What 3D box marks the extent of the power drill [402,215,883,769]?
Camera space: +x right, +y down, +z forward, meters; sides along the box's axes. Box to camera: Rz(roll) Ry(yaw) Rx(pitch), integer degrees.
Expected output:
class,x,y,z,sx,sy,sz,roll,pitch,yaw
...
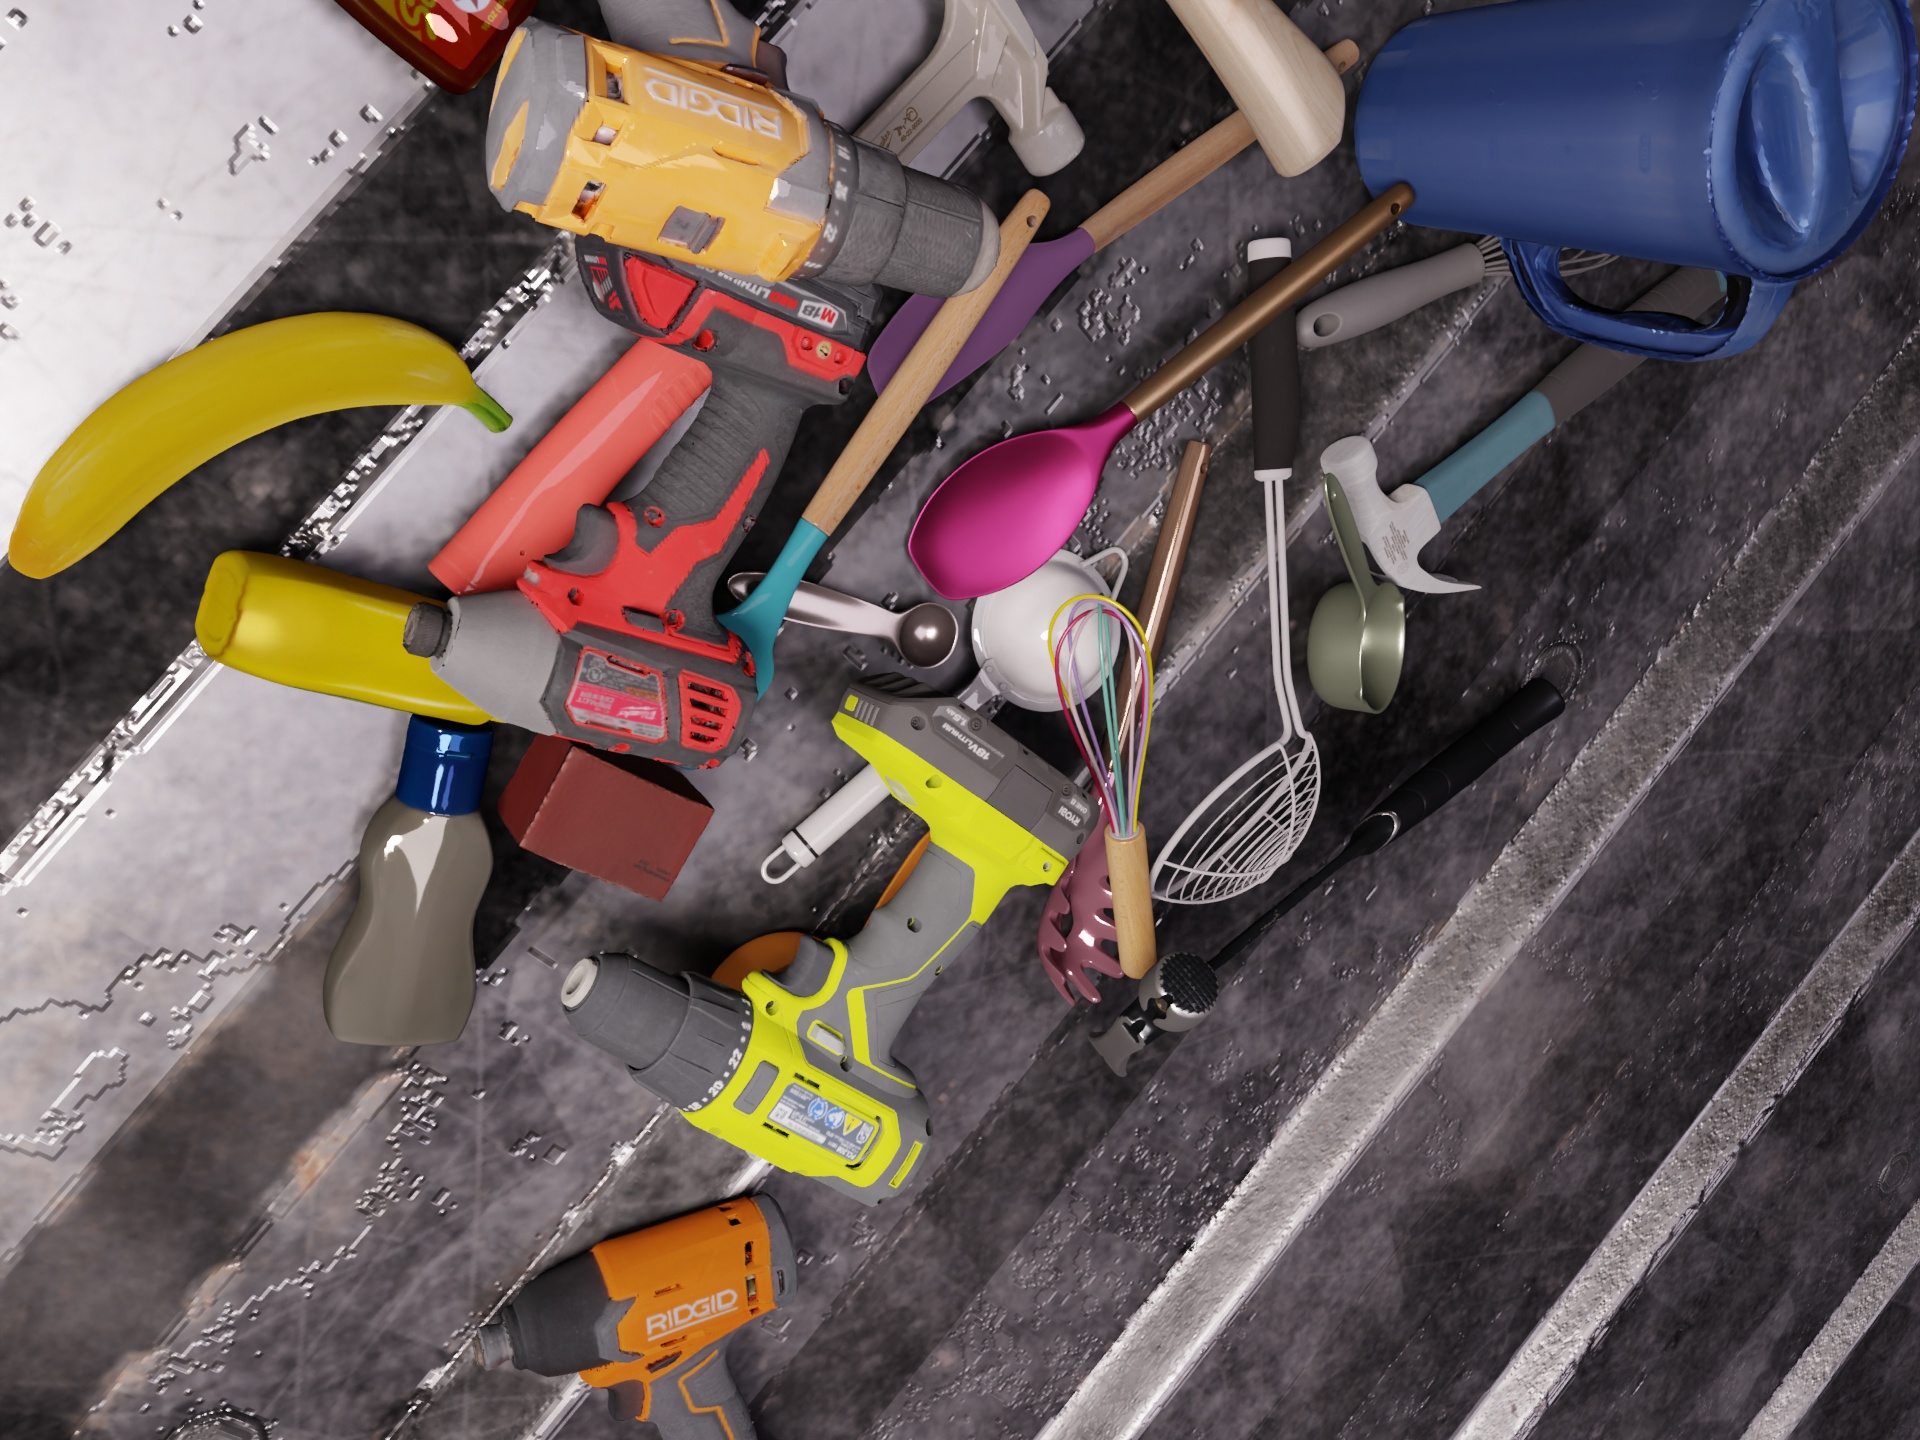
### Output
class,x,y,z,sx,sy,sz,roll,pitch,yaw
power drill,-0.128,-0.095,0.642,0.143,0.079,0.219,15,99,-33

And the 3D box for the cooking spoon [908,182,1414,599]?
class,x,y,z,sx,sy,sz,roll,pitch,yaw
cooking spoon,0.105,-0.172,0.808,0.319,0.017,0.068,-38,114,-3

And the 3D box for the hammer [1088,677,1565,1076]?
class,x,y,z,sx,sy,sz,roll,pitch,yaw
hammer,0.230,0.079,0.934,0.409,0.036,0.149,-32,165,-30

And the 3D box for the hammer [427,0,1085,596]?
class,x,y,z,sx,sy,sz,roll,pitch,yaw
hammer,-0.102,-0.193,0.693,0.359,0.037,0.149,-48,123,-7

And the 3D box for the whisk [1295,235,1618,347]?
class,x,y,z,sx,sy,sz,roll,pitch,yaw
whisk,0.284,-0.252,0.889,0.239,0.055,0.055,-23,118,-16

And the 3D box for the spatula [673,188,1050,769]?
class,x,y,z,sx,sy,sz,roll,pitch,yaw
spatula,-0.058,-0.114,0.736,0.082,0.044,0.317,35,90,-34

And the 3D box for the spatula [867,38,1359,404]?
class,x,y,z,sx,sy,sz,roll,pitch,yaw
spatula,0.080,-0.253,0.784,0.316,0.018,0.059,-38,140,-13

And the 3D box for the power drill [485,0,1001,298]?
class,x,y,z,sx,sy,sz,roll,pitch,yaw
power drill,-0.078,-0.259,0.584,0.185,0.084,0.226,7,63,-31

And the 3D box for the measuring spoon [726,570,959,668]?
class,x,y,z,sx,sy,sz,roll,pitch,yaw
measuring spoon,-0.058,-0.054,0.785,0.124,0.018,0.034,14,98,-26

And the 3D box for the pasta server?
class,x,y,z,sx,sy,sz,roll,pitch,yaw
pasta server,0.096,0.003,0.876,0.060,0.040,0.316,3,105,-46

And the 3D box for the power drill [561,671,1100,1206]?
class,x,y,z,sx,sy,sz,roll,pitch,yaw
power drill,-0.056,0.095,0.745,0.190,0.080,0.228,36,83,-28

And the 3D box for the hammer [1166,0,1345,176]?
class,x,y,z,sx,sy,sz,roll,pitch,yaw
hammer,0.044,-0.400,0.690,0.146,0.038,0.410,-47,121,-5

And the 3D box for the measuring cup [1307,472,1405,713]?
class,x,y,z,sx,sy,sz,roll,pitch,yaw
measuring cup,0.211,-0.073,0.892,0.083,0.038,0.167,-60,138,-31

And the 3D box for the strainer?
class,x,y,z,sx,sy,sz,roll,pitch,yaw
strainer,-0.001,-0.003,0.819,0.258,0.050,0.086,-41,107,-7

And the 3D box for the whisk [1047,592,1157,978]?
class,x,y,z,sx,sy,sz,roll,pitch,yaw
whisk,0.081,0.039,0.832,0.047,0.051,0.244,-10,123,-1

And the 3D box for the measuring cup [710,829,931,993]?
class,x,y,z,sx,sy,sz,roll,pitch,yaw
measuring cup,-0.066,0.118,0.819,0.095,0.052,0.173,39,82,-32

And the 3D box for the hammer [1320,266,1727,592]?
class,x,y,z,sx,sy,sz,roll,pitch,yaw
hammer,0.358,-0.195,0.956,0.331,0.033,0.128,-38,121,-13

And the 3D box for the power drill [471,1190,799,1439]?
class,x,y,z,sx,sy,sz,roll,pitch,yaw
power drill,-0.163,0.373,0.839,0.164,0.084,0.226,-10,108,-26

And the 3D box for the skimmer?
class,x,y,z,sx,sy,sz,roll,pitch,yaw
skimmer,0.147,-0.074,0.877,0.127,0.090,0.363,-15,105,-51
